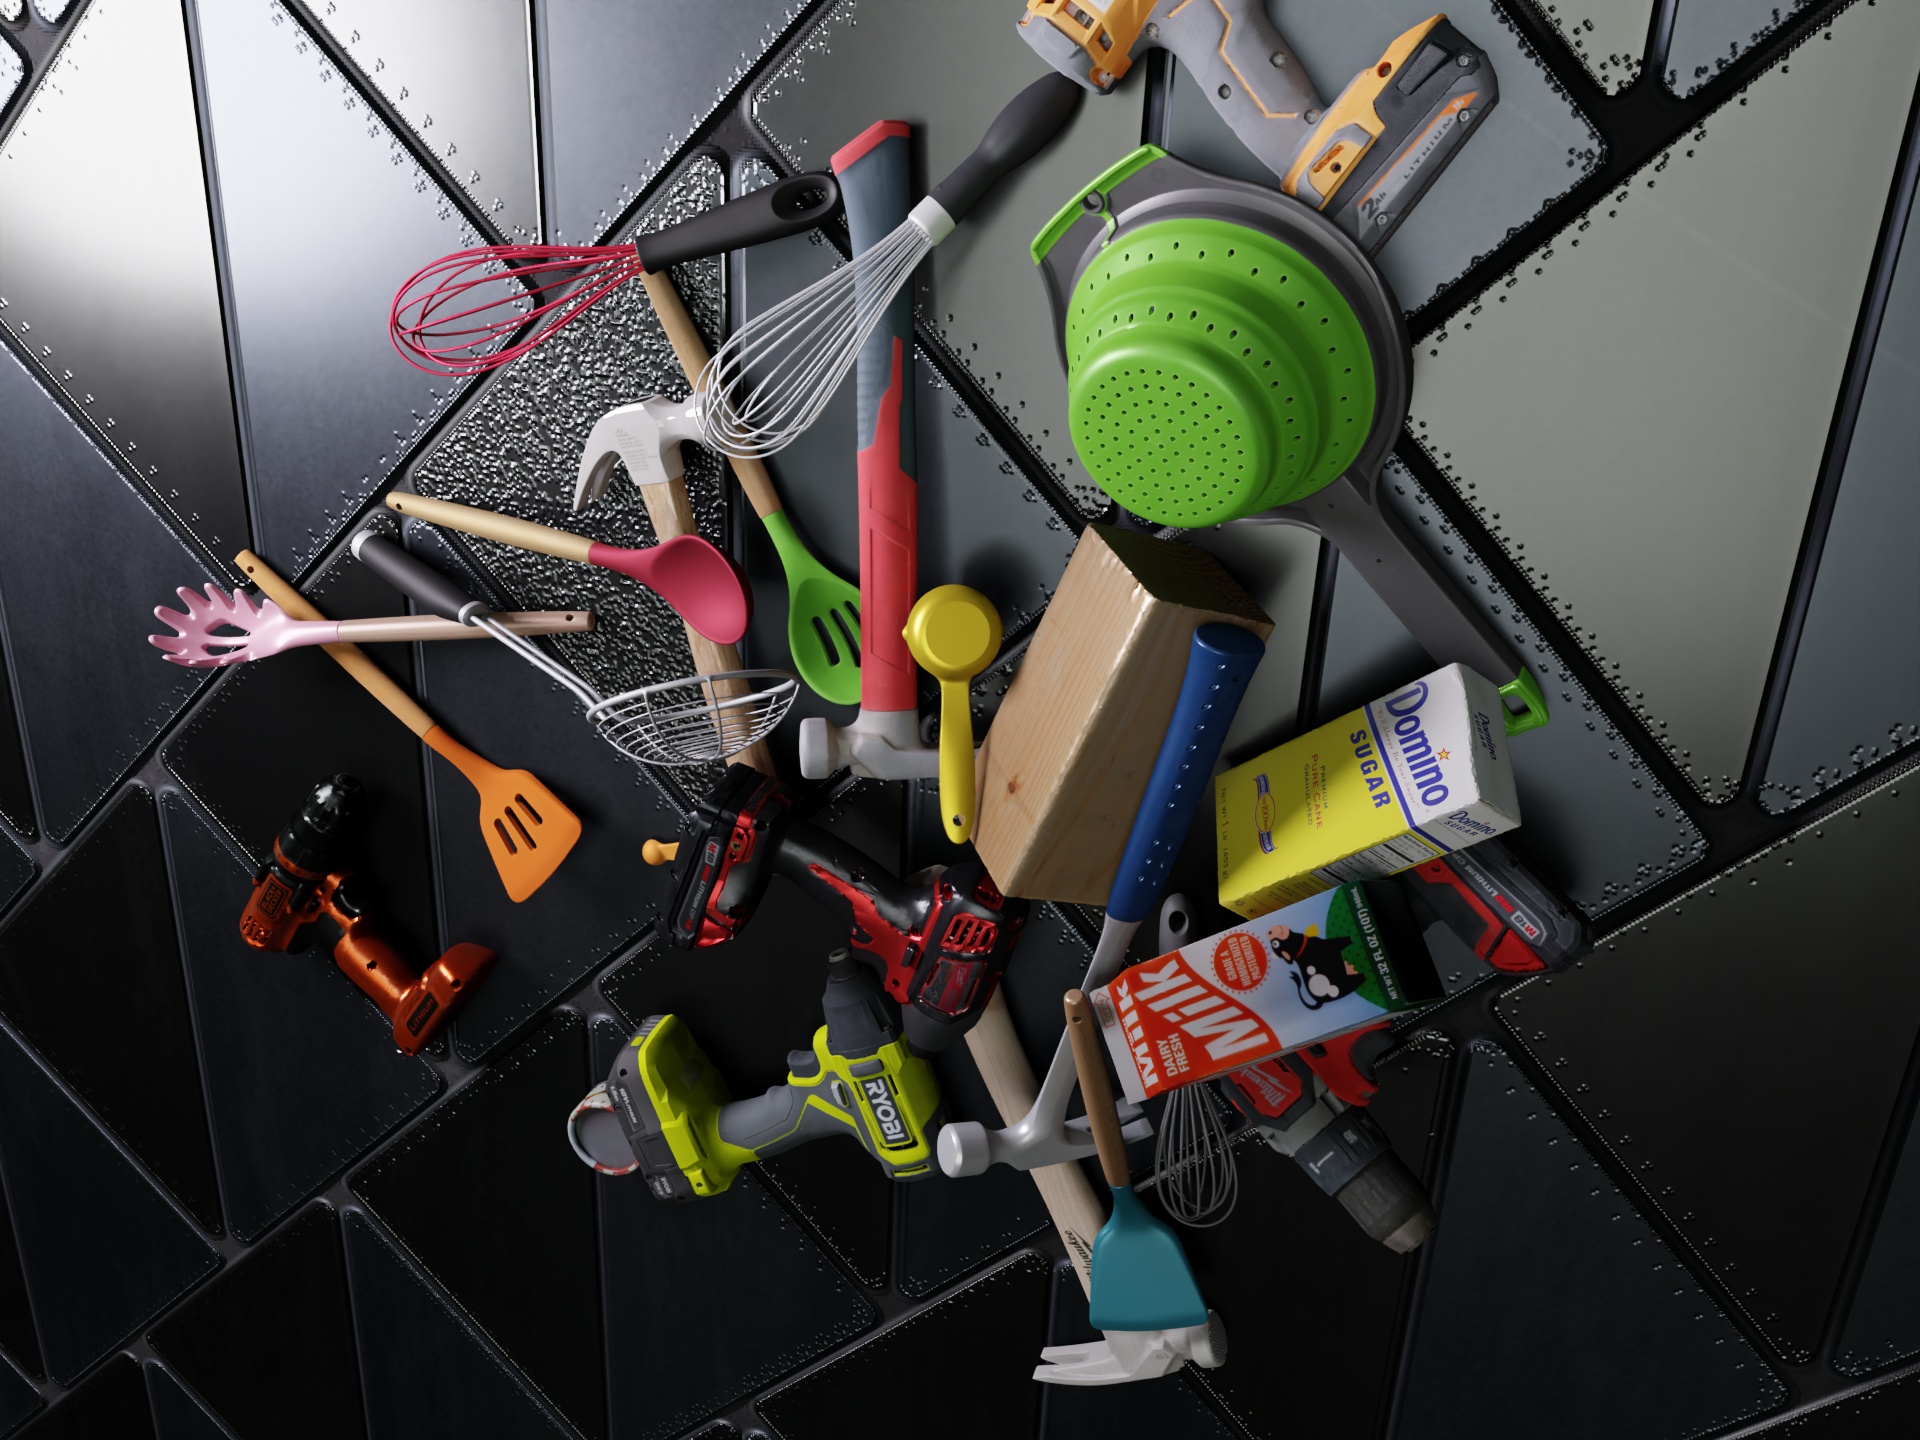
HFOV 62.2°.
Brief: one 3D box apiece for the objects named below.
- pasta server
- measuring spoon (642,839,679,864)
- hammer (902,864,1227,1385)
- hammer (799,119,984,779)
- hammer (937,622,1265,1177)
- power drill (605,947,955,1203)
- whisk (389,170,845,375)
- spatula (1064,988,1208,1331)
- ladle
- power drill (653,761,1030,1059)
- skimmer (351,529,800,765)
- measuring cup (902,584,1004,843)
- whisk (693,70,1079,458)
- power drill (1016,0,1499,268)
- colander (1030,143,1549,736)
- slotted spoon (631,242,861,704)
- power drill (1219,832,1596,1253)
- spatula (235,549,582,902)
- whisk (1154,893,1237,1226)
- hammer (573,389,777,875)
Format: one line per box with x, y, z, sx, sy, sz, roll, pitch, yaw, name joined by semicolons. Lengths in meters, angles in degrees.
-0.406;-0.065;1.100;0.316;0.040;0.060;-2;70;10;pasta server
-0.180;0.094;1.104;0.117;0.011;0.021;-2;115;36;measuring spoon
0.046;0.290;1.113;0.146;0.038;0.410;-19;104;25;hammer
-0.028;-0.153;0.951;0.143;0.038;0.386;-2;106;-8;hammer
0.101;0.123;0.953;0.144;0.035;0.405;1;124;-25;hammer
-0.130;0.257;1.136;0.223;0.080;0.171;-16;106;19;power drill
-0.206;-0.271;0.945;0.296;0.073;0.073;-15;106;9;whisk
0.100;0.288;1.020;0.082;0.044;0.317;-7;128;11;spatula
-0.255;-0.111;1.024;0.315;0.031;0.069;16;123;26;ladle
-0.077;0.129;1.029;0.219;0.078;0.143;23;117;4;power drill
-0.263;-0.069;1.019;0.363;0.127;0.090;30;105;27;skimmer
-0.002;-0.003;0.946;0.062;0.029;0.156;-2;92;-5;measuring cup
-0.039;-0.251;0.872;0.070;0.070;0.284;45;92;-3;whisk
0.164;-0.361;0.798;0.226;0.084;0.185;40;115;5;power drill
0.179;-0.112;0.851;0.397;0.094;0.204;46;142;-13;colander
-0.128;-0.154;1.000;0.070;0.031;0.313;-22;101;24;slotted spoon
0.260;0.175;0.923;0.226;0.080;0.188;-47;67;15;power drill
-0.400;-0.007;1.136;0.322;0.041;0.081;43;104;0;spatula
0.152;0.226;1.049;0.055;0.055;0.239;-1;106;18;whisk
-0.164;-0.048;1.040;0.130;0.031;0.331;-1;115;32;hammer
